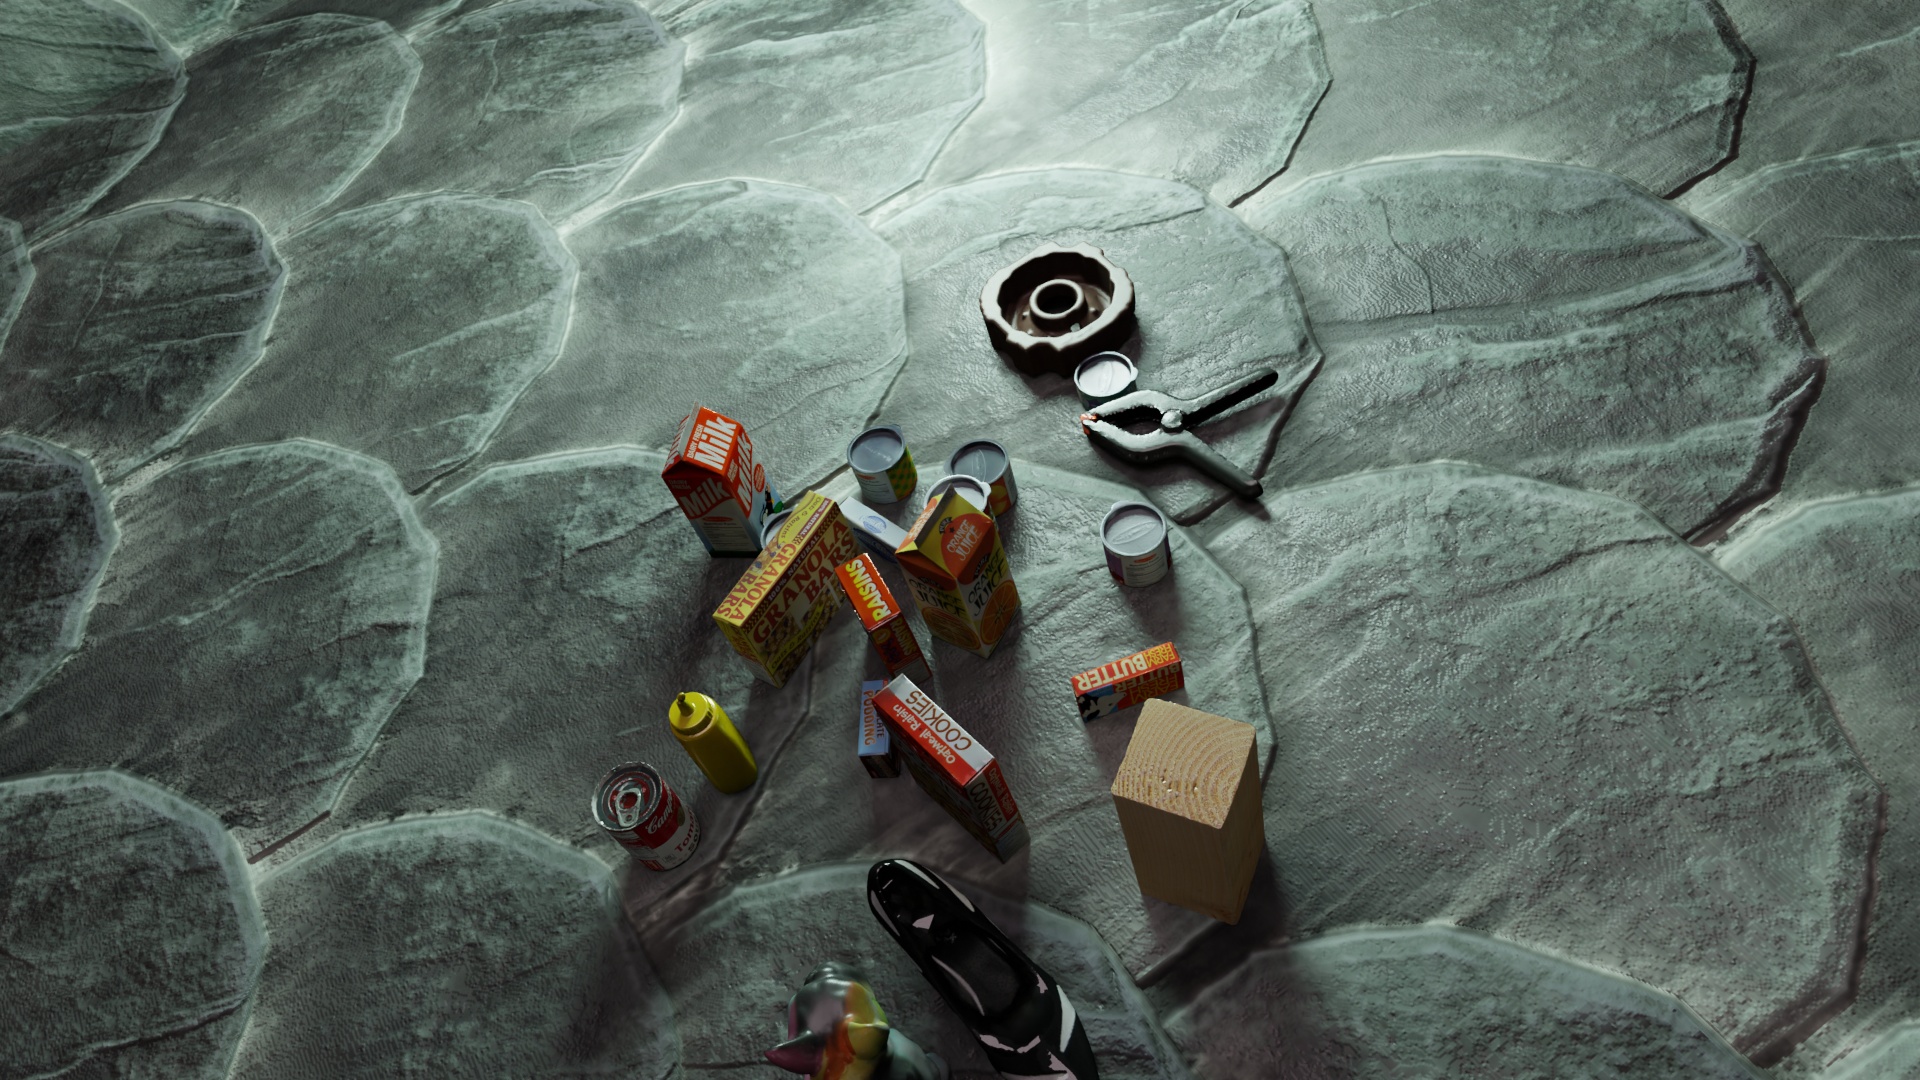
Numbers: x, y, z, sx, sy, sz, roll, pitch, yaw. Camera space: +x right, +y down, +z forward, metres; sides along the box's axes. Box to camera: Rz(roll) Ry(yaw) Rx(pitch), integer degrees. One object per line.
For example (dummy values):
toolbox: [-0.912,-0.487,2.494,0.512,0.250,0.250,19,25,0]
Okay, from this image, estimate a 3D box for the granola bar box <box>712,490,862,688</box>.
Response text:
granola bar box: [-0.167,0.050,1.405,0.039,0.123,0.166,22,63,27]

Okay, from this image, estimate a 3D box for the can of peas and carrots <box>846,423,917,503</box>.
can of peas and carrots: [-0.084,-0.084,1.521,0.071,0.058,0.071,-7,54,10]

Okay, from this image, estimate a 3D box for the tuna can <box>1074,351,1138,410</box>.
tuna can: [0.163,-0.174,1.537,0.071,0.032,0.071,-7,54,10]

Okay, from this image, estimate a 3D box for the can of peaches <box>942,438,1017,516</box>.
can of peaches: [0.022,-0.065,1.480,0.071,0.057,0.071,-7,54,10]

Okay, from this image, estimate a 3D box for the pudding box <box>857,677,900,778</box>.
pudding box: [-0.076,0.180,1.334,0.030,0.049,0.084,-7,54,10]

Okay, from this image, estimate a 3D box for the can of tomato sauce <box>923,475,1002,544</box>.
can of tomato sauce: [0.005,-0.018,1.434,0.071,0.082,0.071,-7,54,10]

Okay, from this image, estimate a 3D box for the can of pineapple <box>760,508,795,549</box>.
can of pineapple: [-0.173,0.007,1.479,0.071,0.057,0.071,-7,54,10]

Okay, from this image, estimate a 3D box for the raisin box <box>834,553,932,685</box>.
raisin box: [-0.075,0.081,1.358,0.040,0.123,0.086,-28,53,-6]

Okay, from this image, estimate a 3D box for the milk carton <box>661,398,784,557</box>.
milk carton: [-0.255,-0.063,1.469,0.073,0.189,0.073,0,55,15]

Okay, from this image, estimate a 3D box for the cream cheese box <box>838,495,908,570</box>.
cream cheese box: [-0.083,-0.003,1.466,0.104,0.053,0.024,31,68,31]

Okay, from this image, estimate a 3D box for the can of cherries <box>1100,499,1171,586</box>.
can of cherries: [0.176,0.002,1.390,0.071,0.058,0.072,-7,54,10]

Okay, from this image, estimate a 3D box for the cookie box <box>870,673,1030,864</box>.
cookie box: [-0.008,0.204,1.224,0.040,0.166,0.123,-42,55,-15]

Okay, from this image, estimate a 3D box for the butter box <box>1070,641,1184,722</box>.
butter box: [0.157,0.133,1.303,0.103,0.053,0.024,-20,53,0]

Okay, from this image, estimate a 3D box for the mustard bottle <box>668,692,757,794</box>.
mustard bottle: [-0.239,0.182,1.306,0.049,0.159,0.065,-30,53,-7]

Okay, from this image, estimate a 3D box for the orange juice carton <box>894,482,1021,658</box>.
orange juice carton: [-0.005,0.028,1.335,0.073,0.191,0.072,21,63,27]
